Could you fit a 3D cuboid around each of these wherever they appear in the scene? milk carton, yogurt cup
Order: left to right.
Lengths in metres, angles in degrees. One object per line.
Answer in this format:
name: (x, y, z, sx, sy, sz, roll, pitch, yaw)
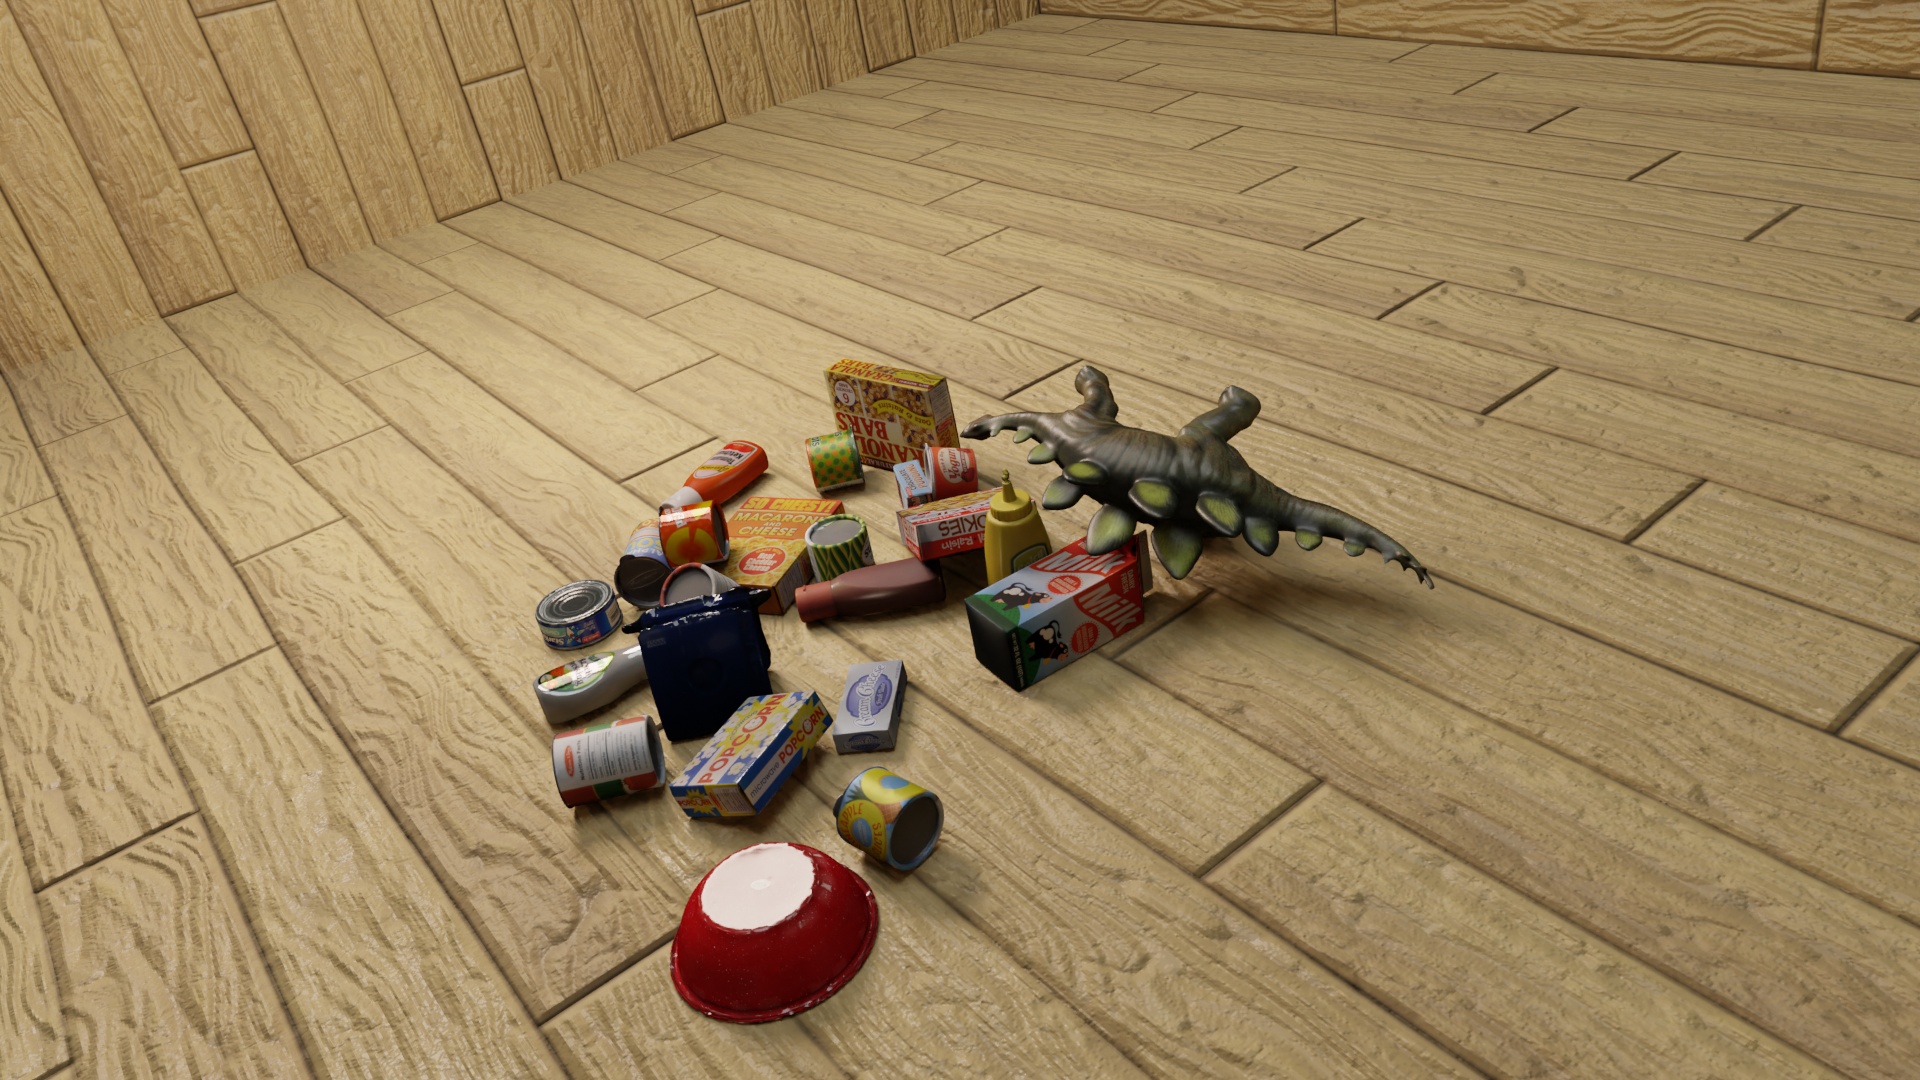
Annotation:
yogurt cup: (-0.010, -0.074, 1.566, 0.054, 0.072, 0.073, -6, 30, -6)
milk carton: (0.105, 0.057, 1.303, 0.191, 0.072, 0.073, -26, 34, -24)

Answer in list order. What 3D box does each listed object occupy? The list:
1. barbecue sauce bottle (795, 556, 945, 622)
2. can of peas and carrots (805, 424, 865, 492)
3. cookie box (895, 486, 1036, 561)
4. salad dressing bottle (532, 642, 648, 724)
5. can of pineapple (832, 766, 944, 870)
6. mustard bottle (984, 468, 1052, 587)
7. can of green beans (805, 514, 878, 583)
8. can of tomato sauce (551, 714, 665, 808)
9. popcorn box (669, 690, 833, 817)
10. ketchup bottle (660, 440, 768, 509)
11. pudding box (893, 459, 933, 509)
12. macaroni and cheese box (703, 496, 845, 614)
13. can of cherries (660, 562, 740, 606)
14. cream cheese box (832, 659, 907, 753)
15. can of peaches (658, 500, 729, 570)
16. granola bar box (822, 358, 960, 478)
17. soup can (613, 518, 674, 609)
barbecue sauce bottle: (-0.091, 0.050, 1.405, 0.148, 0.043, 0.065, -12, 25, 0)
can of peas and carrots: (-0.148, -0.097, 1.638, 0.059, 0.070, 0.071, -13, 31, -2)
cookie box: (0.005, -0.018, 1.431, 0.123, 0.040, 0.167, -13, 8, -8)
salad dressing bottle: (-0.339, 0.129, 1.357, 0.148, 0.043, 0.064, -23, 32, -20)
can of pineapple: (-0.056, 0.220, 1.094, 0.058, 0.070, 0.071, 18, 41, 39)
mustard bottle: (0.053, 0.003, 1.324, 0.065, 0.159, 0.049, -26, 35, -20)
can of green beans: (-0.126, 0.013, 1.464, 0.071, 0.057, 0.071, -8, 31, 5)
can of tomato sauce: (-0.308, 0.194, 1.222, 0.083, 0.071, 0.071, -13, 31, -3)
popcorn box: (-0.180, 0.184, 1.200, 0.085, 0.038, 0.127, -11, 26, 37)
ketchup bottle: (-0.298, -0.067, 1.665, 0.065, 0.043, 0.149, 10, 38, 31)
pudding box: (-0.051, -0.049, 1.550, 0.030, 0.049, 0.084, -14, 31, -7)
macaroni and cheese box: (-0.212, 0.014, 1.508, 0.124, 0.040, 0.167, 3, 34, 23)
can of cherries: (-0.262, 0.062, 1.401, 0.071, 0.058, 0.071, -7, 70, 20)
cream cheese box: (-0.081, 0.150, 1.258, 0.053, 0.024, 0.104, -7, 31, 10)
can of peaches: (-0.280, -0.008, 1.459, 0.058, 0.071, 0.071, -10, 31, 4)
granola bar box: (-0.079, -0.143, 1.639, 0.165, 0.123, 0.039, 16, 40, 37)
soup can: (-0.335, 0.022, 1.504, 0.071, 0.071, 0.084, -8, 31, 5)
